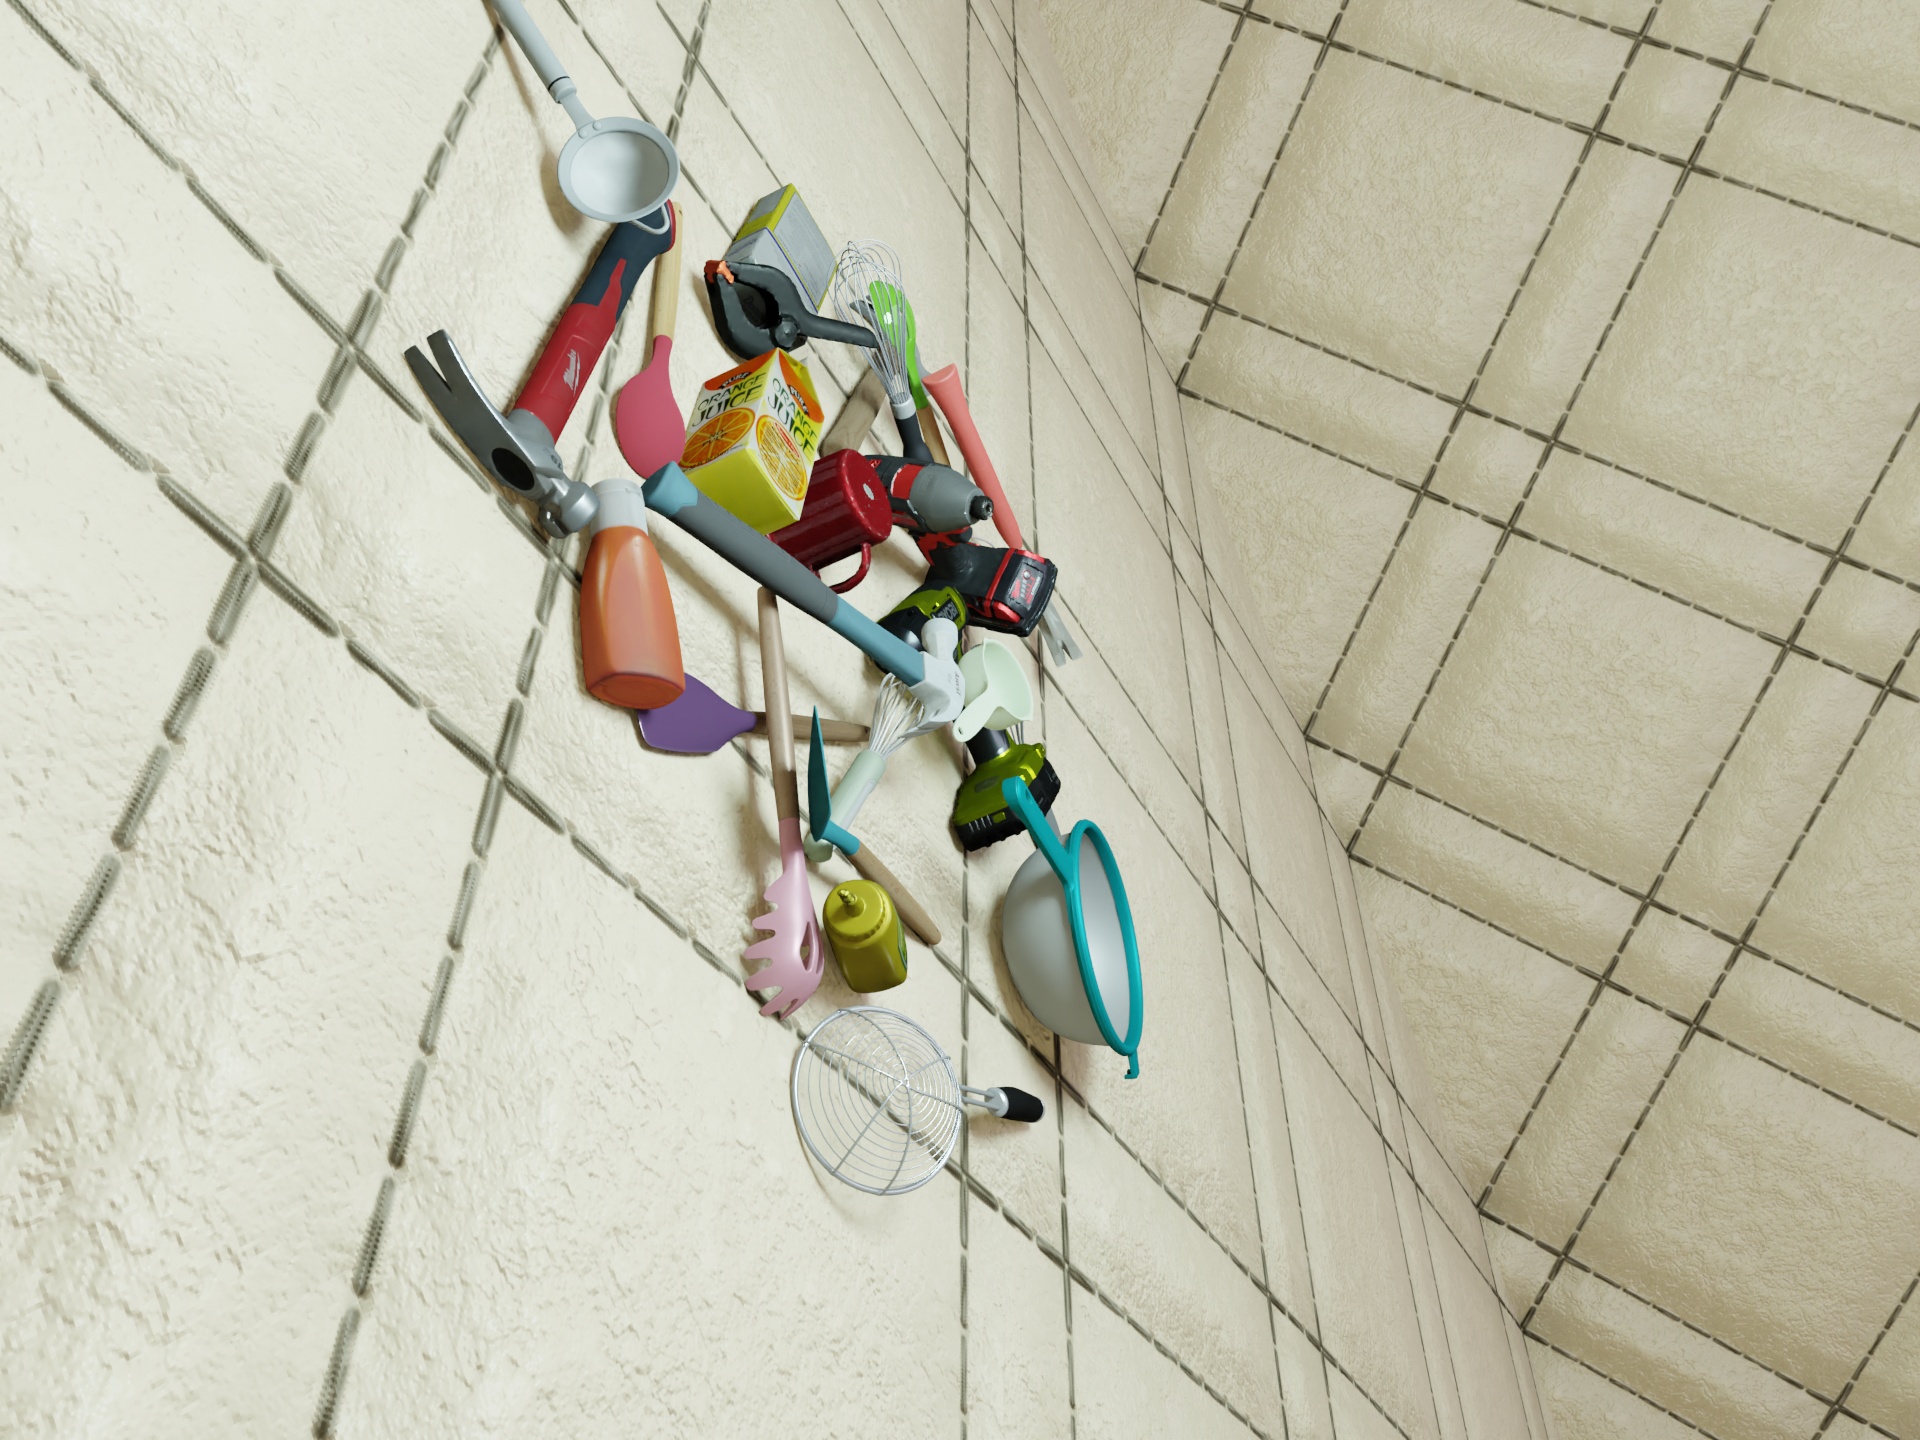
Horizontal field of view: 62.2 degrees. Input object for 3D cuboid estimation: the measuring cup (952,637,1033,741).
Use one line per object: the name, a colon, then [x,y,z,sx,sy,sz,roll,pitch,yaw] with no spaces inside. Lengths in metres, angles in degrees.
measuring cup: [0.012,-0.012,1.329,0.083,0.038,0.168,59,28,-9]

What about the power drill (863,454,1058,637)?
power drill: [0.000,-0.165,1.467,0.219,0.143,0.078,44,65,-54]

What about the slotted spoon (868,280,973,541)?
slotted spoon: [-0.030,-0.295,1.610,0.070,0.031,0.313,-71,148,-55]

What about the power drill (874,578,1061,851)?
power drill: [-0.002,-0.005,1.421,0.223,0.080,0.171,62,22,-10]

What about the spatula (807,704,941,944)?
spatula: [-0.060,0.100,1.158,0.317,0.044,0.082,56,18,-56]

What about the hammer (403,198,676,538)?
hammer: [-0.262,-0.286,1.086,0.143,0.038,0.387,53,26,-33]

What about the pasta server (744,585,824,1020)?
pasta server: [-0.127,0.047,1.097,0.060,0.040,0.316,36,40,-56]

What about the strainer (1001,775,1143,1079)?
strainer: [0.069,0.161,1.377,0.340,0.095,0.211,59,25,-45]

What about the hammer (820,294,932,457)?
hammer: [-0.088,-0.324,1.559,0.130,0.031,0.331,60,23,-24]

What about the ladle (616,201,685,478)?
ladle: [-0.225,-0.302,1.211,0.069,0.031,0.316,49,27,-44]

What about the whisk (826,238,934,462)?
whisk: [-0.061,-0.320,1.478,0.284,0.070,0.070,72,13,-45]

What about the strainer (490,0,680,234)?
strainer: [-0.280,-0.446,1.143,0.258,0.087,0.050,57,-11,4]

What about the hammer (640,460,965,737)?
hammer: [-0.106,-0.090,1.167,0.330,0.033,0.128,35,38,-41]

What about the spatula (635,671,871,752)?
spatula: [-0.141,0.000,1.149,0.315,0.018,0.060,9,63,-65]

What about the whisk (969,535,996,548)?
whisk: [-0.022,-0.183,1.586,0.244,0.051,0.047,31,34,-51]

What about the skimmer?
skimmer: [-0.016,0.287,1.178,0.363,0.090,0.127,45,27,-67]

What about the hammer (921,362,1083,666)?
hammer: [0.042,-0.216,1.654,0.149,0.036,0.358,-113,176,-46]

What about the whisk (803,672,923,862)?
whisk: [-0.065,0.028,1.235,0.246,0.059,0.057,-61,168,-50]

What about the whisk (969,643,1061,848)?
whisk: [0.058,0.036,1.573,0.055,0.055,0.239,-49,121,-67]
